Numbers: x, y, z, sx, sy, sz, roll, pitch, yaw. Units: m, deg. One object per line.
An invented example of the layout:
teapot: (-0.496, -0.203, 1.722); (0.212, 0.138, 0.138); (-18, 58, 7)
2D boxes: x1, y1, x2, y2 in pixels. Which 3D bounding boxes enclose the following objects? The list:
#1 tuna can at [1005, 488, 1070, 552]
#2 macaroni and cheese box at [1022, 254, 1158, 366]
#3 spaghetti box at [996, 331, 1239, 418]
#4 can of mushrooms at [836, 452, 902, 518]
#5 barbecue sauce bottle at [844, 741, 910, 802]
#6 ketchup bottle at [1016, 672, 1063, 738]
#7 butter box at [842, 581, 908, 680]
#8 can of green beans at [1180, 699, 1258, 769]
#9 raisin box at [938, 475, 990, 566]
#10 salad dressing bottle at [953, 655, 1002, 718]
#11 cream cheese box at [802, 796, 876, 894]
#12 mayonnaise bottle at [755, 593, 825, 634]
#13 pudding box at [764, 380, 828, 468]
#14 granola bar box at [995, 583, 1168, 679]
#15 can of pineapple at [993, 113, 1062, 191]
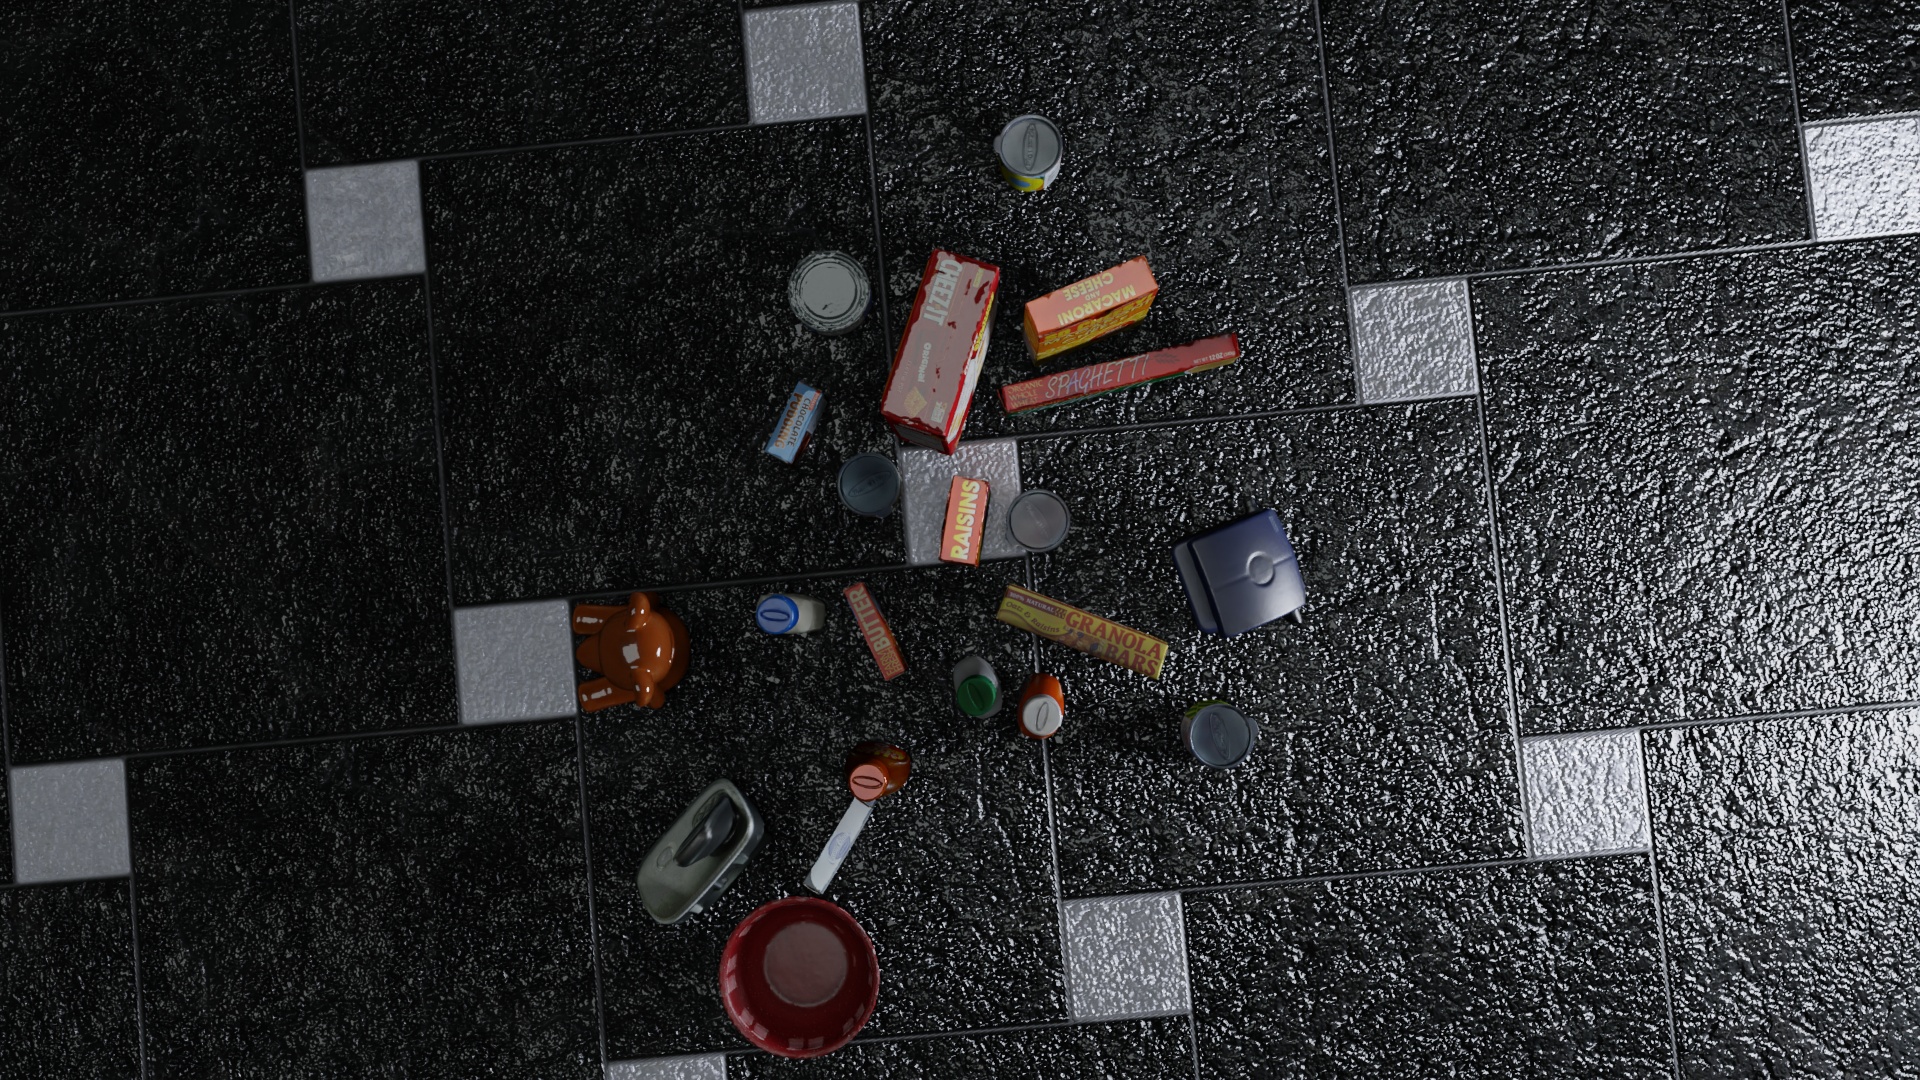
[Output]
tuna can: (0.078, -0.018, 1.438); (0.071, 0.033, 0.071); (0, 88, 2)
macaroni and cheese box: (0.126, -0.224, 1.379); (0.124, 0.166, 0.040); (-22, 88, 1)
spaghetti box: (0.161, -0.171, 1.434); (0.250, 0.050, 0.028); (-14, 88, 1)
can of mushrooms: (-0.093, -0.055, 1.443); (0.071, 0.033, 0.071); (0, 88, 2)
barbecue sauce bottle: (-0.085, 0.229, 1.373); (0.065, 0.148, 0.043); (10, 88, 2)
ketchup bottle: (0.079, 0.167, 1.371); (0.043, 0.149, 0.064); (15, 89, 2)
butter box: (-0.087, 0.092, 1.427); (0.024, 0.053, 0.103); (-26, 87, 1)
can of green beans: (0.260, 0.196, 1.411); (0.071, 0.058, 0.071); (0, 88, 2)
raisin box: (0.005, -0.017, 1.394); (0.040, 0.123, 0.086); (10, 88, 2)
salad dressing bottle: (0.017, 0.148, 1.374); (0.044, 0.147, 0.064); (-27, 88, 1)
cream cheese box: (-0.122, 0.307, 1.418); (0.024, 0.053, 0.104); (31, 89, 2)
mayonnaise bottle: (-0.174, 0.073, 1.382); (0.065, 0.148, 0.041); (6, 88, 2)
pudding box: (-0.169, -0.120, 1.440); (0.030, 0.049, 0.083); (26, 89, 2)
granola bar box: (0.119, 0.088, 1.386); (0.166, 0.124, 0.039); (21, 89, 2)
can of pineapple: (0.071, -0.402, 1.442); (0.071, 0.058, 0.071); (0, 88, 2)
